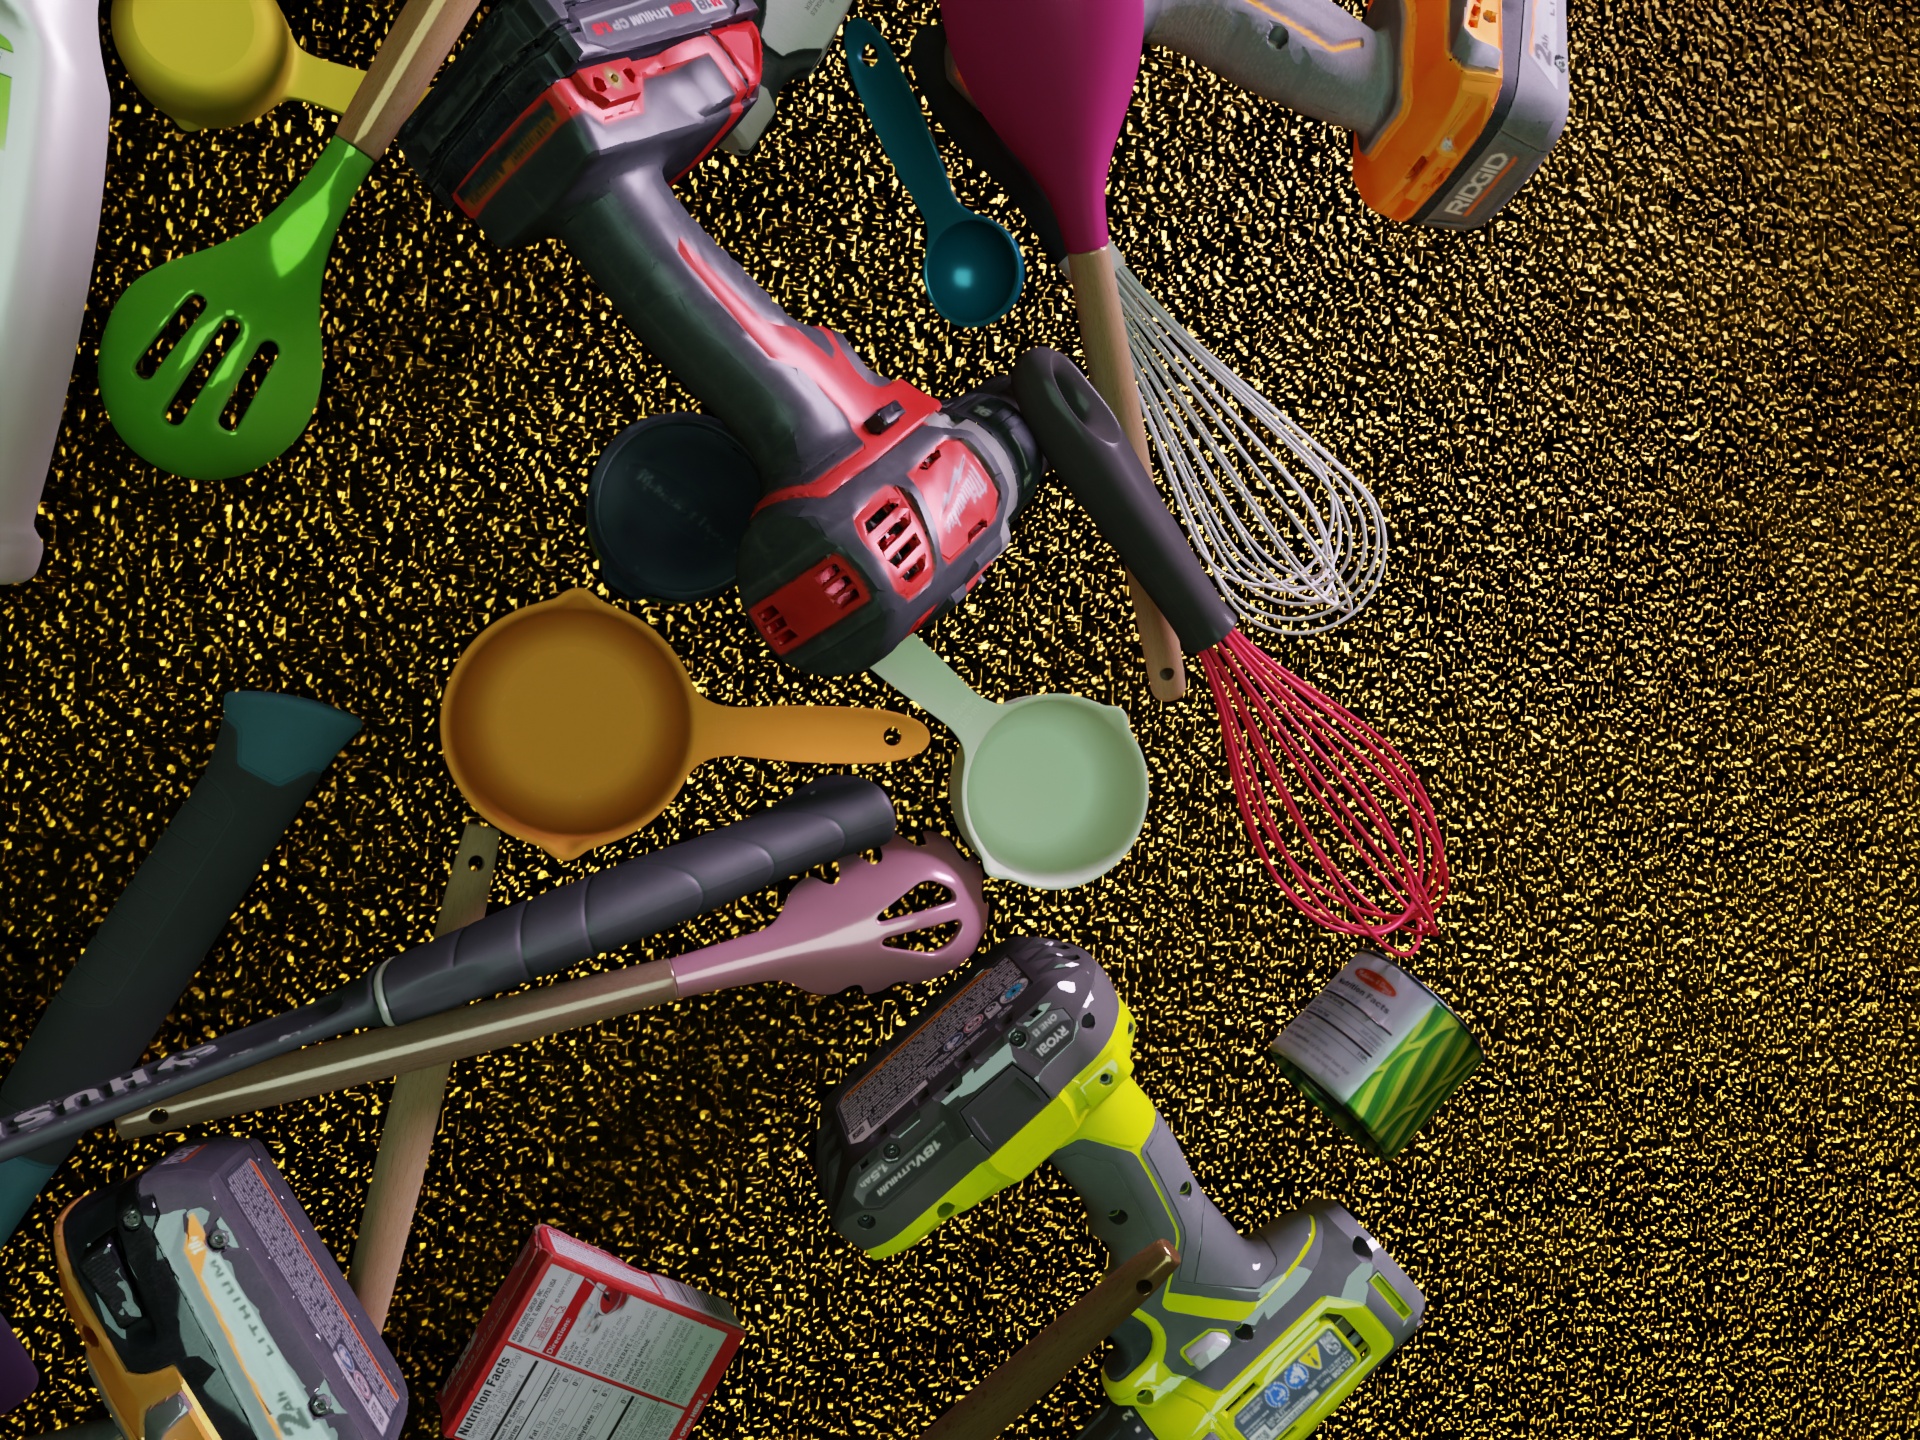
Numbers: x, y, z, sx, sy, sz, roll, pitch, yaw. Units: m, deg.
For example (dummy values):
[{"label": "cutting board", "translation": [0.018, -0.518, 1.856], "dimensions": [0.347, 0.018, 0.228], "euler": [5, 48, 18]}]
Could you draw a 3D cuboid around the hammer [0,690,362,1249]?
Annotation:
[{"label": "hammer", "translation": [-0.312, 0.131, 0.538], "dimensions": [0.128, 0.033, 0.331], "euler": [33, 81, -19]}]

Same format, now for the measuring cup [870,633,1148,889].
[{"label": "measuring cup", "translation": [-0.001, -0.002, 0.621], "dimensions": [0.167, 0.038, 0.083], "euler": [41, 82, -10]}]

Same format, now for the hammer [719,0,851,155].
[{"label": "hammer", "translation": [-0.174, -0.362, 0.564], "dimensions": [0.334, 0.035, 0.146], "euler": [34, 84, -13]}]

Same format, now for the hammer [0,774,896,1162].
[{"label": "hammer", "translation": [-0.199, 0.094, 0.508], "dimensions": [0.409, 0.149, 0.036], "euler": [-20, 108, -29]}]

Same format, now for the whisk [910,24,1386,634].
[{"label": "whisk", "translation": [0.072, -0.154, 0.627], "dimensions": [0.070, 0.070, 0.284], "euler": [-38, 96, -10]}]

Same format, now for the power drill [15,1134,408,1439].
[{"label": "power drill", "translation": [-0.313, 0.216, 0.482], "dimensions": [0.226, 0.084, 0.185], "euler": [-31, 93, -12]}]

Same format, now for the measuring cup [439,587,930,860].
[{"label": "measuring cup", "translation": [-0.101, 0.002, 0.588], "dimensions": [0.173, 0.052, 0.095], "euler": [2, 92, -16]}]

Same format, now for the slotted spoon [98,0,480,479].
[{"label": "slotted spoon", "translation": [-0.196, -0.220, 0.545], "dimensions": [0.070, 0.031, 0.314], "euler": [32, 91, -20]}]

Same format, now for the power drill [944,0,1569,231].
[{"label": "power drill", "translation": [0.112, -0.288, 0.610], "dimensions": [0.226, 0.084, 0.164], "euler": [11, 68, -11]}]

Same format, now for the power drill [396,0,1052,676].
[{"label": "power drill", "translation": [-0.056, -0.142, 0.546], "dimensions": [0.226, 0.080, 0.188], "euler": [54, 38, -10]}]

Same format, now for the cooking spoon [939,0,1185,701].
[{"label": "cooking spoon", "translation": [0.052, -0.147, 0.582], "dimensions": [0.069, 0.017, 0.318], "euler": [-12, 118, 5]}]

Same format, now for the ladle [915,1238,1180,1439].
[{"label": "ladle", "translation": [-0.037, 0.294, 0.585], "dimensions": [0.315, 0.031, 0.069], "euler": [-44, 105, 10]}]

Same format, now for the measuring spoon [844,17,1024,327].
[{"label": "measuring spoon", "translation": [-0.010, -0.214, 0.620], "dimensions": [0.042, 0.021, 0.128], "euler": [-25, 90, 31]}]

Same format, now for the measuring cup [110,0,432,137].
[{"label": "measuring cup", "translation": [-0.215, -0.225, 0.560], "dimensions": [0.156, 0.029, 0.062], "euler": [14, 89, -13]}]

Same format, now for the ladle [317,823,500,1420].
[{"label": "ladle", "translation": [-0.213, 0.195, 0.577], "dimensions": [0.078, 0.062, 0.320], "euler": [14, 82, -19]}]

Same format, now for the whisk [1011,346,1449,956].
[{"label": "whisk", "translation": [0.106, -0.019, 0.612], "dimensions": [0.073, 0.073, 0.295], "euler": [-41, 111, -10]}]

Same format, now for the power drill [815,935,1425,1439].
[{"label": "power drill", "translation": [0.049, 0.218, 0.622], "dimensions": [0.190, 0.080, 0.228], "euler": [-41, 103, -5]}]

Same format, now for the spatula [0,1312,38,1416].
[{"label": "spatula", "translation": [-0.422, 0.115, 0.526], "dimensions": [0.060, 0.018, 0.316], "euler": [-33, 100, -14]}]

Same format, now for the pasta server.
[{"label": "pasta server", "translation": [-0.132, 0.100, 0.577], "dimensions": [0.316, 0.040, 0.060], "euler": [-13, 93, -17]}]
